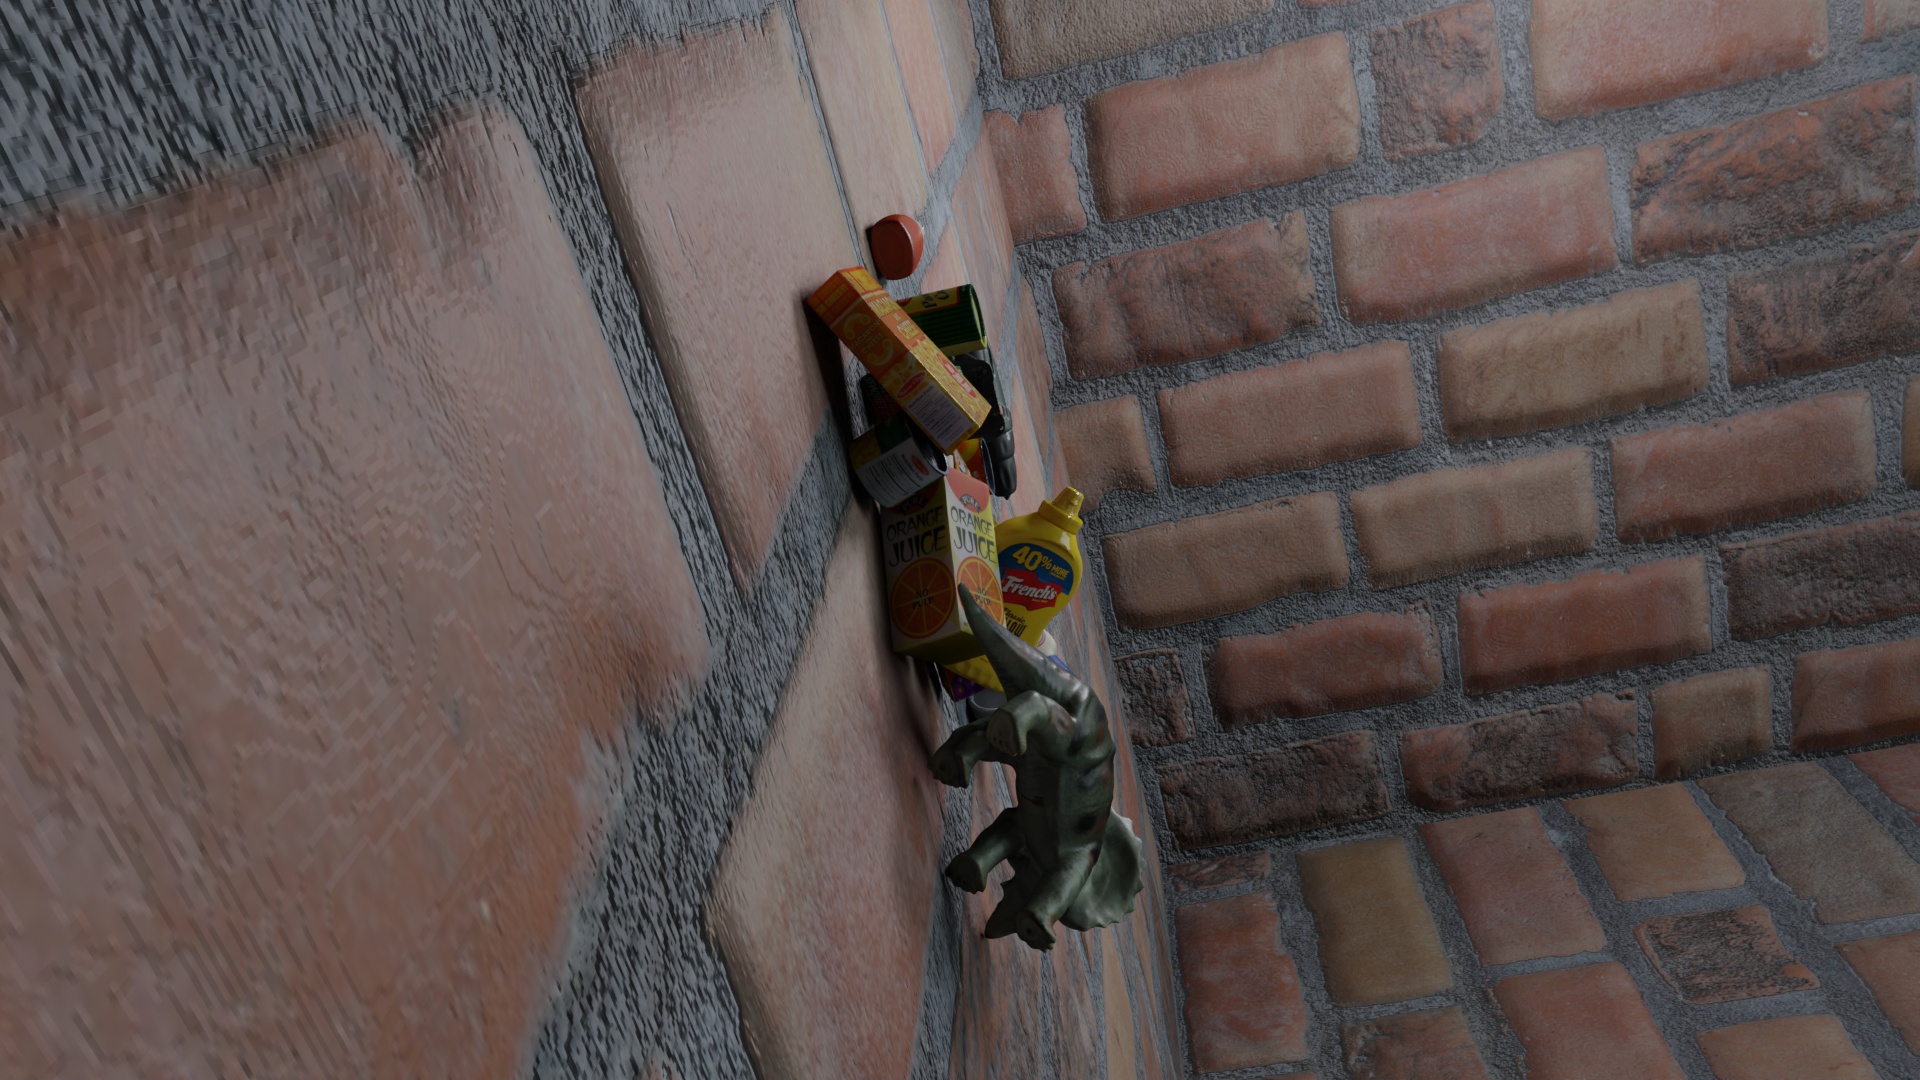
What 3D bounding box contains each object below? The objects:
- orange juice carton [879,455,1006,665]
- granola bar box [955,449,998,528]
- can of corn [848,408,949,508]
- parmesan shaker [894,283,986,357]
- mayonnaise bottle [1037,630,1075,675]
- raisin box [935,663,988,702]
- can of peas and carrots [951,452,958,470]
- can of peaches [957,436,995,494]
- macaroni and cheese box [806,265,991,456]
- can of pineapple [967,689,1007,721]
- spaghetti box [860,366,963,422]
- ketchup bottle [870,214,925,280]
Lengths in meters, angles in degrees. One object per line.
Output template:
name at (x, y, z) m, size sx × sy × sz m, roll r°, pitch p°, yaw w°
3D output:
orange juice carton at (-0.017, 0.003, 1.193) m, size 0.072 × 0.073 × 0.193 m, roll 22°, pitch 54°, yaw -50°
granola bar box at (0.005, -0.018, 1.426) m, size 0.165 × 0.039 × 0.125 m, roll 61°, pitch 13°, yaw -24°
can of corn at (-0.051, -0.069, 1.149) m, size 0.071 × 0.058 × 0.071 m, roll 53°, pitch 17°, yaw -23°
parmesan shaker at (-0.031, -0.209, 1.359) m, size 0.071 × 0.103 × 0.071 m, roll -14°, pitch 92°, yaw -81°
mayonnaise bottle at (0.068, 0.112, 1.491) m, size 0.148 × 0.065 × 0.041 m, roll 46°, pitch -36°, yaw 32°
raisin box at (0.012, 0.079, 1.295) m, size 0.040 × 0.086 × 0.123 m, roll -135°, pitch -155°, yaw -60°
can of peas and carrots at (-0.036, -0.069, 1.293) m, size 0.071 × 0.059 × 0.071 m, roll -14°, pitch 92°, yaw -81°
can of peaches at (0.003, -0.077, 1.550) m, size 0.071 × 0.058 × 0.071 m, roll -13°, pitch 92°, yaw -81°
macaroni and cheese box at (-0.048, -0.151, 1.149) m, size 0.166 × 0.040 × 0.124 m, roll 47°, pitch 13°, yaw -5°
can of pineapple at (0.046, 0.175, 1.460) m, size 0.071 × 0.071 × 0.057 m, roll -90°, pitch 165°, yaw -53°
spaghetti box at (-0.035, -0.144, 1.356) m, size 0.050 × 0.028 × 0.250 m, roll 65°, pitch 17°, yaw 1°
ketchup bottle at (-0.064, -0.321, 1.493) m, size 0.149 × 0.043 × 0.064 m, roll -75°, pitch 153°, yaw -71°
